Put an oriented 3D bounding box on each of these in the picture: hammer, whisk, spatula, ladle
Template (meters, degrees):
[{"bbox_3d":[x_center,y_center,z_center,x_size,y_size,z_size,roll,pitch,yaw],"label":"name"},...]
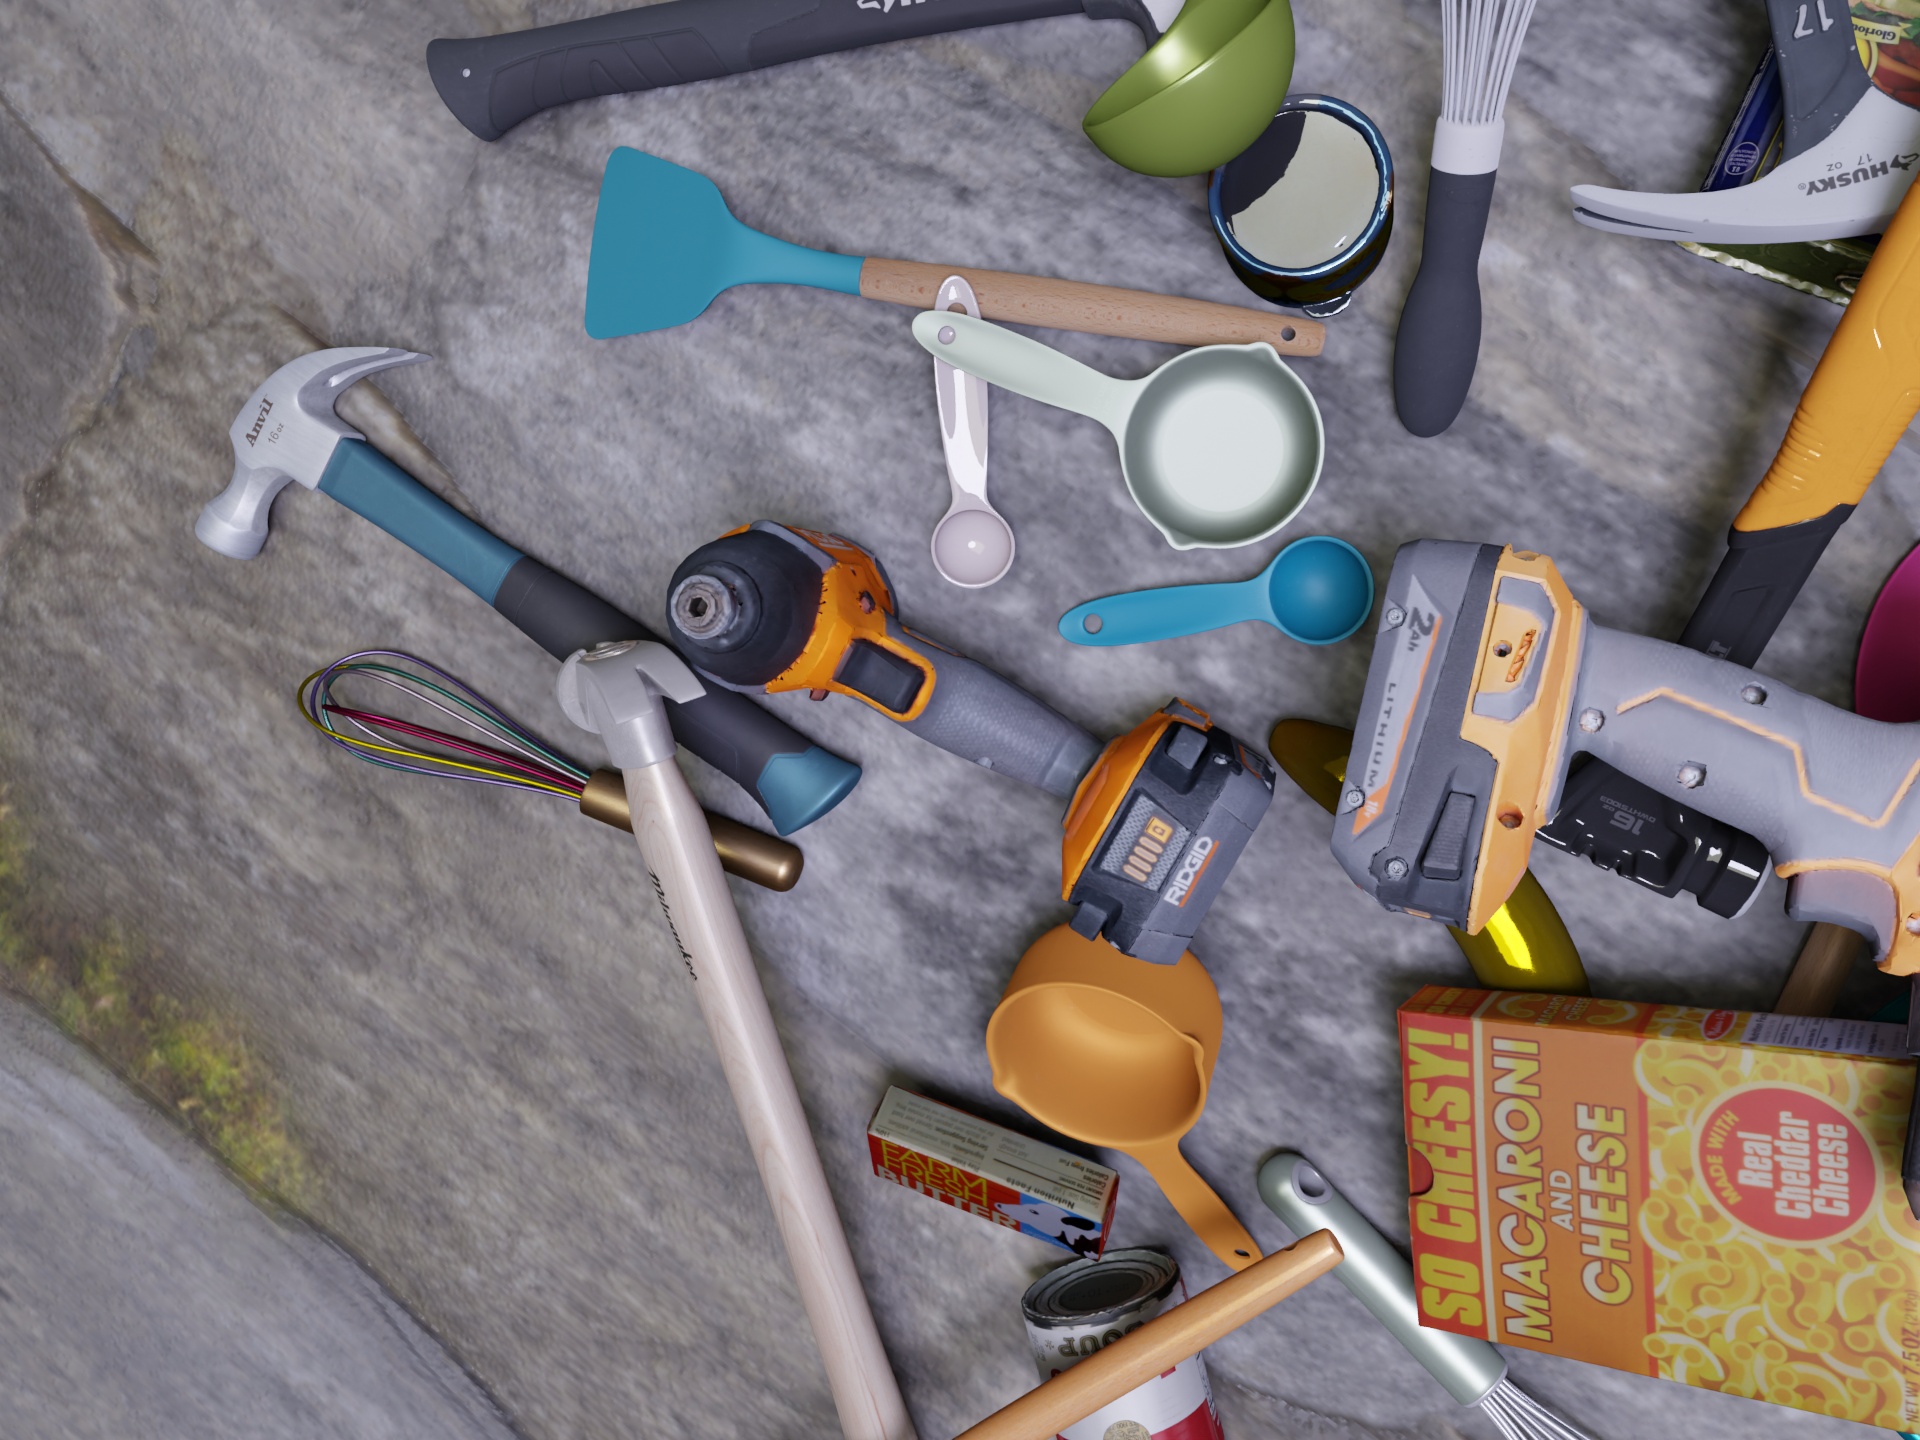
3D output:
[{"bbox_3d":[-0.066,-0.290,0.646,0.335,0.035,0.146,-3,95,16],"label":"hammer"},{"bbox_3d":[0.171,-0.223,0.523,0.070,0.070,0.284,9,128,14],"label":"whisk"},{"bbox_3d":[-0.071,0.166,0.631,0.038,0.146,0.410,-21,101,-18],"label":"hammer"},{"bbox_3d":[-0.184,0.026,0.703,0.245,0.047,0.051,21,99,9],"label":"whisk"},{"bbox_3d":[0.011,0.284,0.601,0.322,0.081,0.041,-36,88,14],"label":"spatula"},{"bbox_3d":[0.268,-0.088,0.506,0.127,0.034,0.336,25,125,13],"label":"hammer"},{"bbox_3d":[-0.011,-0.177,0.648,0.317,0.044,0.082,11,97,9],"label":"spatula"},{"bbox_3d":[-0.187,-0.052,0.701,0.331,0.033,0.128,34,104,10],"label":"hammer"},{"bbox_3d":[0.249,-0.352,0.523,0.149,0.036,0.409,-11,82,23],"label":"hammer"},{"bbox_3d":[0.208,0.263,0.615,0.246,0.058,0.059,45,133,12],"label":"whisk"},{"bbox_3d":[0.082,-0.342,0.561,0.078,0.062,0.320,-9,76,48],"label":"ladle"}]

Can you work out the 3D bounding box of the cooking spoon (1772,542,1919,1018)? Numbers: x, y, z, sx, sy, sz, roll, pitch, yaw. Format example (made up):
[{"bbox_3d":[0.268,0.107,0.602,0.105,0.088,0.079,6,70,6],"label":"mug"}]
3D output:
[{"bbox_3d":[0.321,0.076,0.580,0.069,0.017,0.319,24,101,24],"label":"cooking spoon"}]

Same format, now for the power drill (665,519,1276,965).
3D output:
[{"bbox_3d":[-0.001,-0.002,0.588,0.226,0.164,0.084,30,99,9],"label":"power drill"}]

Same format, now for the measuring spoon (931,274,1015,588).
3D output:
[{"bbox_3d":[0.002,-0.115,0.641,0.034,0.018,0.124,-3,105,3],"label":"measuring spoon"}]

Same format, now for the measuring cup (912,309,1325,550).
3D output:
[{"bbox_3d":[0.060,-0.123,0.620,0.167,0.038,0.083,24,100,9],"label":"measuring cup"}]

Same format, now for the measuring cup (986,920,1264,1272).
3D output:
[{"bbox_3d":[0.082,0.151,0.641,0.095,0.052,0.173,-21,116,34],"label":"measuring cup"}]

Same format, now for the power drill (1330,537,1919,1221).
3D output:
[{"bbox_3d":[0.232,0.044,0.481,0.226,0.084,0.185,12,83,21],"label":"power drill"}]

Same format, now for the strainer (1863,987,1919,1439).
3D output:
[{"bbox_3d":[0.401,0.099,0.503,0.211,0.095,0.340,16,107,33],"label":"strainer"}]

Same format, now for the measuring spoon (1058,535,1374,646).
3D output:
[{"bbox_3d":[0.101,-0.046,0.634,0.128,0.021,0.042,-7,94,25],"label":"measuring spoon"}]
